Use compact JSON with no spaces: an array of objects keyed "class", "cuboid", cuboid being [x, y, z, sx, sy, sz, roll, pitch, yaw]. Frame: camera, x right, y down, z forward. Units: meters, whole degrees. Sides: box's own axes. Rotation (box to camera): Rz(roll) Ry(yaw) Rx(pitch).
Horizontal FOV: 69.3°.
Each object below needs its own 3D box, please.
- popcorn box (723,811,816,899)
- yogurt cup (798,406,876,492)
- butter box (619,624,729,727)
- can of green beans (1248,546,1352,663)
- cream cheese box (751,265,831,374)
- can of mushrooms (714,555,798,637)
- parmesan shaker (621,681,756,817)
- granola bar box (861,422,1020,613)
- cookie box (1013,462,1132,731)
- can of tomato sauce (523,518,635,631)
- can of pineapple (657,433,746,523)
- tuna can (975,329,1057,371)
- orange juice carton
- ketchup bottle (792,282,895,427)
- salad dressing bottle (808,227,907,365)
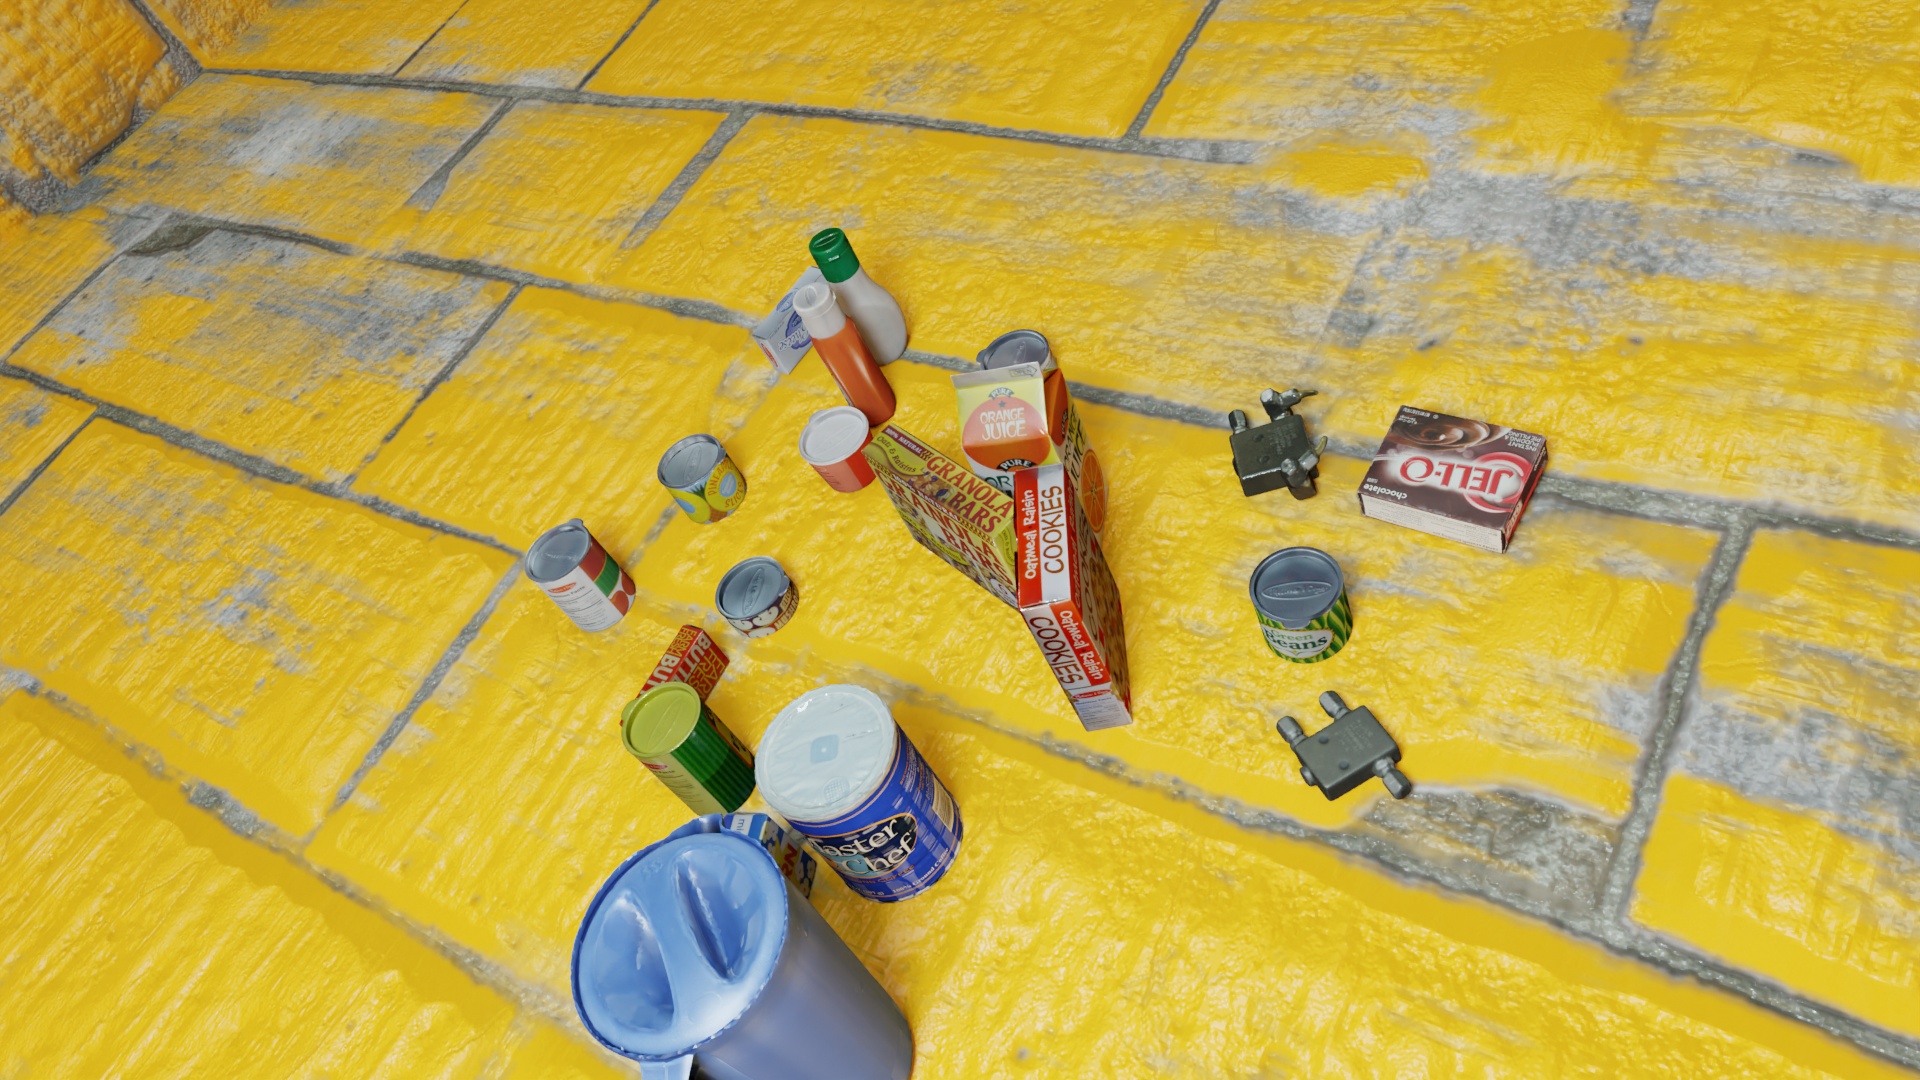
[{"class":"popcorn box","cuboid":[-0.148,0.268,0.983,0.038,0.085,0.127,-4,52,21]},{"class":"yogurt cup","cuboid":[-0.107,-0.080,1.269,0.072,0.053,0.073,-12,49,15]},{"class":"butter box","cuboid":[-0.238,0.126,1.160,0.024,0.053,0.104,12,59,31]},{"class":"can of green beans","cuboid":[0.247,0.047,1.004,0.071,0.057,0.071,-12,49,15]},{"class":"cream cheese box","cuboid":[-0.164,-0.224,1.412,0.024,0.053,0.104,19,63,35]},{"class":"can of mushrooms","cuboid":[-0.174,0.049,1.207,0.071,0.033,0.071,-12,49,15]},{"class":"parmesan shaker","cuboid":[-0.211,0.164,1.084,0.071,0.102,0.072,-13,49,15]},{"class":"granola bar box","cuboid":[0.004,-0.014,1.117,0.039,0.123,0.166,-44,49,-13]},{"class":"cookie box","cuboid":[0.081,0.043,1.007,0.040,0.166,0.123,-13,49,15]},{"class":"can of tomato sauce","cuboid":[-0.344,0.033,1.264,0.071,0.082,0.071,-12,49,15]},{"class":"can of pineapple","cuboid":[-0.241,-0.057,1.308,0.071,0.057,0.071,-12,49,15]},{"class":"tuna can","cuboid":[0.052,-0.159,1.276,0.071,0.032,0.071,-12,49,15]},{"class":"orange juice carton","cuboid":[0.056,-0.070,1.093,0.072,0.192,0.073,-5,52,21]},{"class":"ketchup bottle","cuboid":[-0.107,-0.173,1.280,0.043,0.148,0.065,-25,47,4]},{"class":"salad dressing bottle","cuboid":[-0.098,-0.232,1.325,0.064,0.147,0.044,-25,47,4]}]
